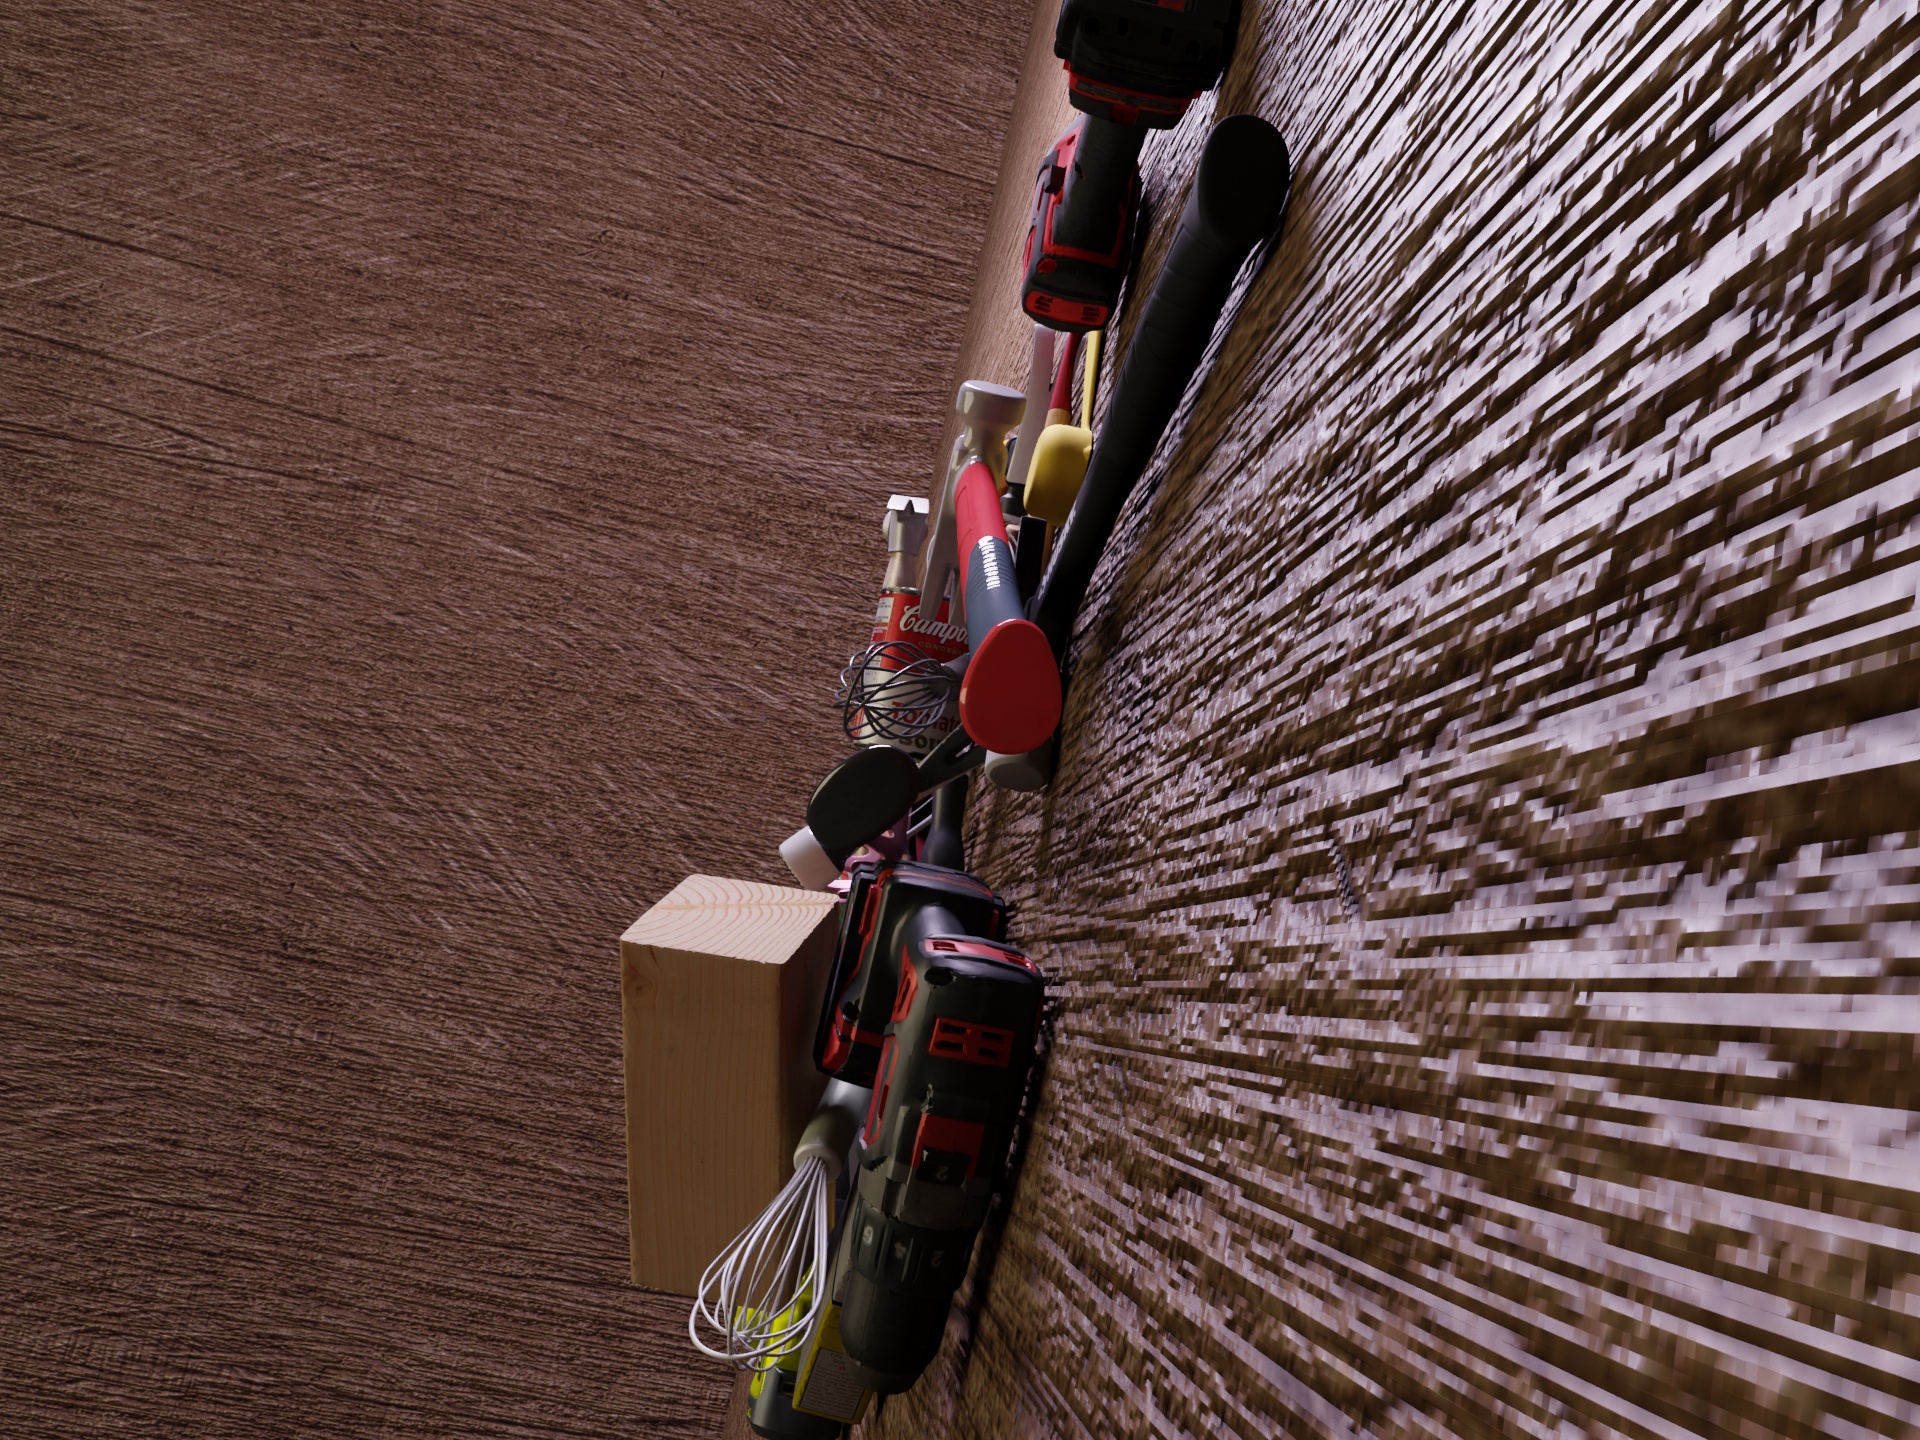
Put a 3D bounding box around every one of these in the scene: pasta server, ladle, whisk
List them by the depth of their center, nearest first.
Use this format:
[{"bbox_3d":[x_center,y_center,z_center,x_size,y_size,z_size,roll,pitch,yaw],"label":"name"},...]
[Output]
[{"bbox_3d":[-0.073,0.223,0.781,0.246,0.059,0.057,-63,-36,-66],"label":"whisk"},{"bbox_3d":[-0.010,-0.023,0.885,0.239,0.055,0.055,-18,-57,-70],"label":"whisk"},{"bbox_3d":[0.055,-0.162,0.959,0.069,0.031,0.315,74,-156,-76],"label":"ladle"},{"bbox_3d":[-0.001,-0.004,1.040,0.070,0.070,0.285,121,155,-75],"label":"whisk"},{"bbox_3d":[-0.034,-0.020,1.077,0.060,0.040,0.316,-36,37,58],"label":"pasta server"}]

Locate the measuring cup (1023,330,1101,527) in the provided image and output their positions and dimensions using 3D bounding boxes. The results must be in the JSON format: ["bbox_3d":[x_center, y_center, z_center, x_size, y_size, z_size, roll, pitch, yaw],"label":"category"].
[{"bbox_3d":[0.061,-0.184,0.921,0.062,0.029,0.157,114,166,-66],"label":"measuring cup"}]

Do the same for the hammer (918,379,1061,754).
[{"bbox_3d":[0.009,-0.057,0.748,0.387,0.038,0.143,-94,16,-68],"label":"hammer"}]

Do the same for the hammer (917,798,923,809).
[{"bbox_3d":[-0.020,0.020,1.286,0.128,0.033,0.330,-88,12,-61],"label":"hammer"}]

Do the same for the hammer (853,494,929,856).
[{"bbox_3d":[-0.064,0.026,1.277,0.146,0.038,0.410,-147,64,-87],"label":"hammer"}]

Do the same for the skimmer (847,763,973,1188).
[{"bbox_3d":[-0.041,0.179,1.053,0.127,0.090,0.364,-25,54,33],"label":"skimmer"}]

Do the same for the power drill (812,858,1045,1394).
[{"bbox_3d":[-0.021,0.168,0.721,0.227,0.080,0.188,-126,48,-79],"label":"power drill"}]

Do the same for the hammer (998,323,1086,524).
[{"bbox_3d":[0.040,-0.201,1.175,0.337,0.034,0.127,-131,53,-84],"label":"hammer"}]

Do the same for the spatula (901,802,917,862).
[{"bbox_3d":[-0.038,0.120,1.160,0.316,0.018,0.059,-92,12,-48],"label":"spatula"}]

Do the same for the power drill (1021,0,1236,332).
[{"bbox_3d":[0.080,-0.318,0.826,0.219,0.078,0.143,108,174,-68],"label":"power drill"}]

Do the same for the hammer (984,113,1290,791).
[{"bbox_3d":[0.065,-0.110,0.672,0.334,0.035,0.146,111,170,-57],"label":"hammer"}]

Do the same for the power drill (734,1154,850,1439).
[{"bbox_3d":[-0.102,0.371,1.090,0.228,0.080,0.191,133,150,-75],"label":"power drill"}]

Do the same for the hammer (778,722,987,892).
[{"bbox_3d":[-0.034,0.036,0.759,0.149,0.036,0.409,-36,-2,-4],"label":"hammer"}]

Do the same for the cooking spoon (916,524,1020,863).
[{"bbox_3d":[0.001,0.007,1.175,0.069,0.017,0.318,-120,41,-61],"label":"cooking spoon"}]
